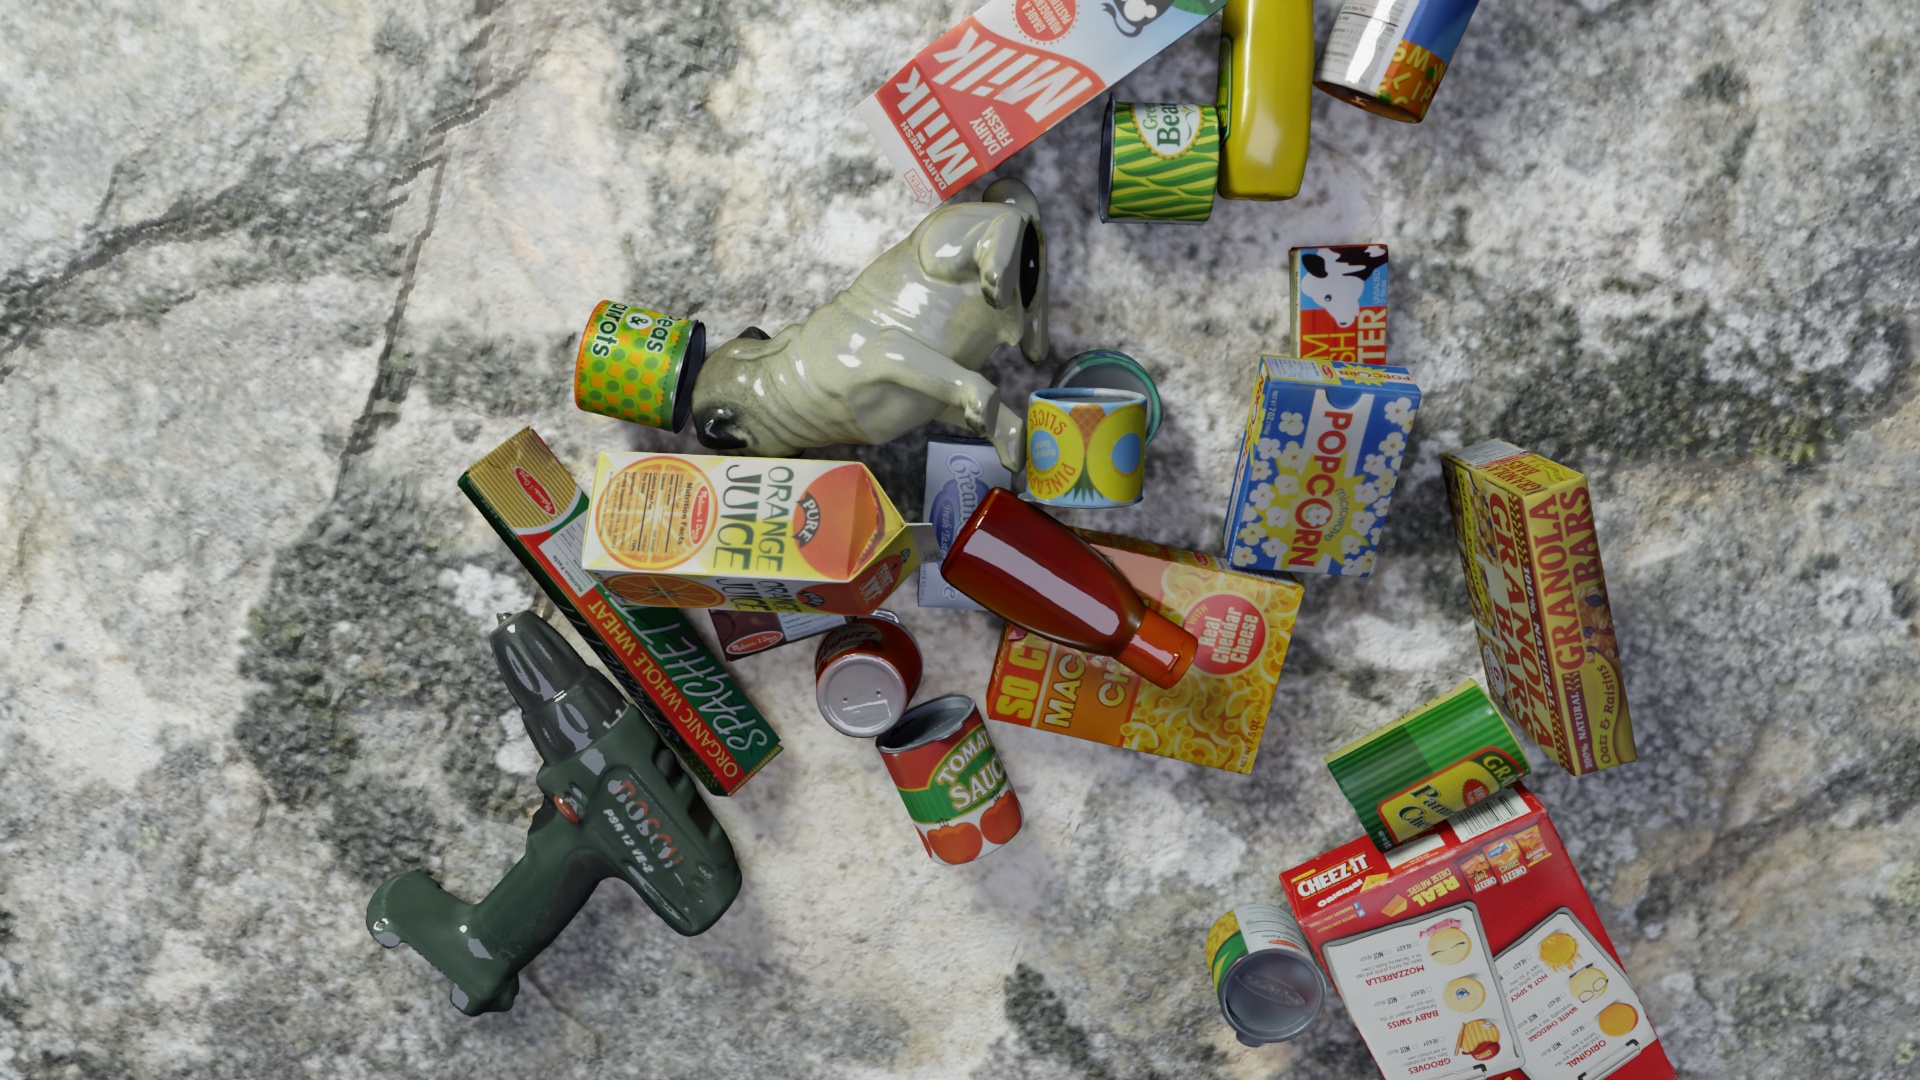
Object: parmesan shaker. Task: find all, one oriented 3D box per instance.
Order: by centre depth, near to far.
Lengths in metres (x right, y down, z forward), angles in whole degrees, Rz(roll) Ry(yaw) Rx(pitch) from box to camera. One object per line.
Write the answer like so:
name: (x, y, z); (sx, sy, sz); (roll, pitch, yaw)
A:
parmesan shaker: (0.285, 0.139, 0.851); (0.103, 0.071, 0.071); (-31, 102, 8)

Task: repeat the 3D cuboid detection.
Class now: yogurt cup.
yogurt cup: (-0.058, 0.085, 0.845); (0.072, 0.054, 0.072); (0, 105, 1)

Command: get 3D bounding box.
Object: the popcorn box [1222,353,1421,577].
popcorn box: (0.205, -0.041, 0.802); (0.085, 0.038, 0.126); (5, 123, 0)

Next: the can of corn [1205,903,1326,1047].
can of corn: (0.192, 0.277, 0.888); (0.071, 0.058, 0.071); (0, 104, 0)

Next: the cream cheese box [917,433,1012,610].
cream cheese box: (0.003, -0.010, 0.837); (0.053, 0.024, 0.103); (3, 104, -2)

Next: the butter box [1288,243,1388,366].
butter box: (0.219, -0.120, 0.808); (0.053, 0.024, 0.103); (-3, 103, 2)

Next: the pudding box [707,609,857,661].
pudding box: (-0.109, 0.036, 0.846); (0.084, 0.030, 0.049); (-17, 104, 5)

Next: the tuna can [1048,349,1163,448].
tuna can: (0.086, -0.077, 0.815); (0.071, 0.033, 0.071); (0, 104, 1)

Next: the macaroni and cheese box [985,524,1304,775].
macaroni and cheese box: (0.110, 0.064, 0.845); (0.166, 0.040, 0.123); (12, 103, -3)

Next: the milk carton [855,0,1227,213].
milk carton: (0.040, -0.259, 0.750); (0.190, 0.073, 0.072); (-32, 101, 8)

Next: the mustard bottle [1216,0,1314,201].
mustard bottle: (0.165, -0.267, 0.754); (0.049, 0.065, 0.160); (1, 98, 0)

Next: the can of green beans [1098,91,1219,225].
can of green beans: (0.108, -0.207, 0.765); (0.058, 0.071, 0.071); (1, 104, 0)

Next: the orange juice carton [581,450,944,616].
orange juice carton: (-0.108, -0.002, 0.790); (0.193, 0.071, 0.073); (3, 71, 5)

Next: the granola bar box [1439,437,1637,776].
granola bar box: (0.327, 0.034, 0.793); (0.039, 0.124, 0.165); (-16, 103, 3)

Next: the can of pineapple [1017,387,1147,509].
can of pineapple: (0.068, -0.052, 0.768); (0.071, 0.071, 0.057); (1, 104, 0)

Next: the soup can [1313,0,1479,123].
soup can: (0.238, -0.276, 0.749); (0.071, 0.071, 0.083); (21, 104, -5)

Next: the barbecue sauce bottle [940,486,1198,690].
barbecue sauce bottle: (0.065, 0.033, 0.794); (0.148, 0.044, 0.065); (32, 94, -6)

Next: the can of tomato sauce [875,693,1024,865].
can of tomato sauce: (-0.004, 0.147, 0.852); (0.071, 0.071, 0.083); (-22, 103, 6)

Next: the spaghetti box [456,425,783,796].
spaghetti box: (-0.202, 0.047, 0.838); (0.050, 0.028, 0.249); (-43, 103, -31)

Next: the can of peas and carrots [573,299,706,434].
can of peas and carrots: (-0.182, -0.101, 0.793); (0.059, 0.071, 0.070); (13, 104, -2)
